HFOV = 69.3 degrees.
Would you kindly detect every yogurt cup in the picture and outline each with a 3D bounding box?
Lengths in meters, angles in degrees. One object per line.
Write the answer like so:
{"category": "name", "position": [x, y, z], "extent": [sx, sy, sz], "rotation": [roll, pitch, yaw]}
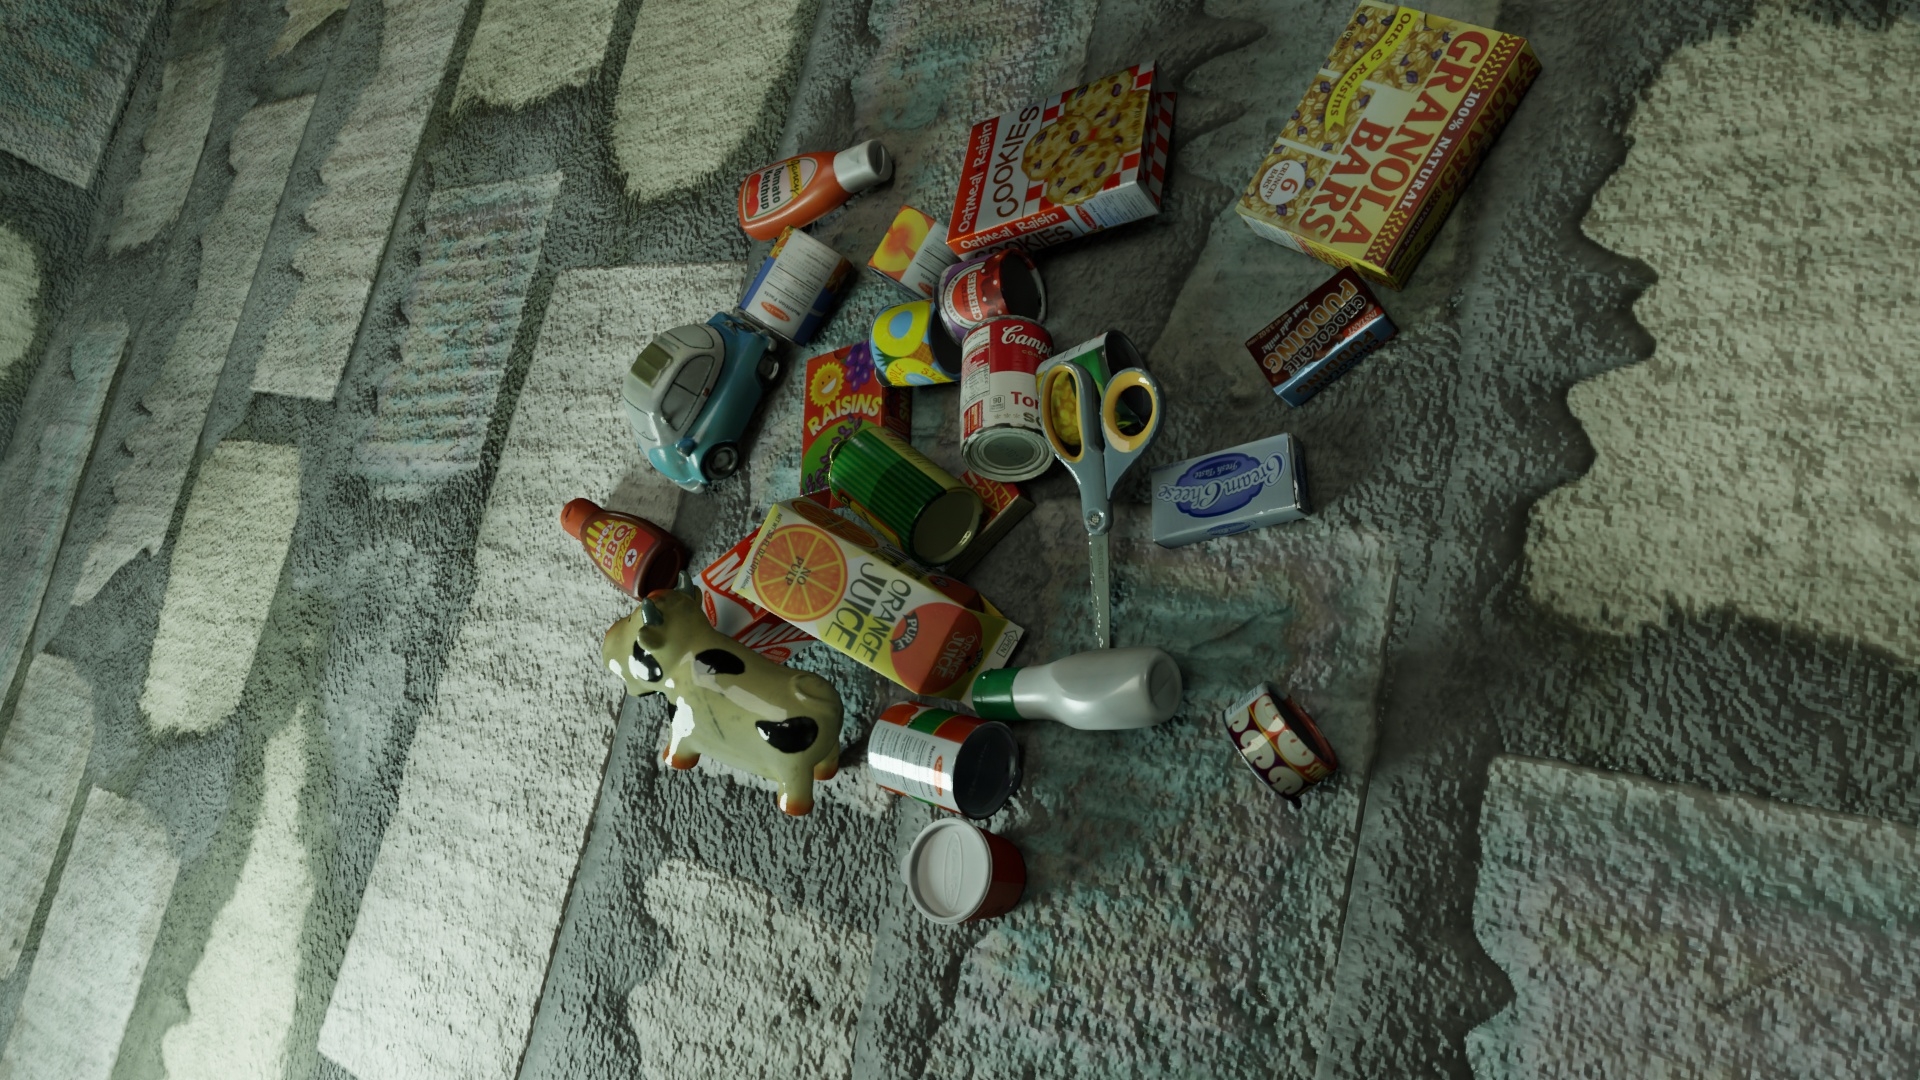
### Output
{"category": "yogurt cup", "position": [0.006, 0.220, 0.919], "extent": [0.072, 0.054, 0.072], "rotation": [-14, 66, 33]}

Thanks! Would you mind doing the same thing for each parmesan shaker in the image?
{"category": "parmesan shaker", "position": [-0.042, -0.033, 1.005], "extent": [0.103, 0.071, 0.071], "rotation": [38, 98, 41]}

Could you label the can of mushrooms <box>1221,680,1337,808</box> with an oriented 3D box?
{"category": "can of mushrooms", "position": [0.188, 0.119, 0.812], "extent": [0.033, 0.071, 0.071], "rotation": [-42, 54, 17]}

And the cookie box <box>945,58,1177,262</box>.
{"category": "cookie box", "position": [0.075, -0.281, 1.048], "extent": [0.167, 0.040, 0.123], "rotation": [-10, 56, 35]}

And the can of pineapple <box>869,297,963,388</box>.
{"category": "can of pineapple", "position": [-0.028, -0.151, 1.075], "extent": [0.058, 0.071, 0.071], "rotation": [-3, 72, 36]}

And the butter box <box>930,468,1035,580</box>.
{"category": "butter box", "position": [0.004, -0.013, 1.027], "extent": [0.103, 0.024, 0.053], "rotation": [-45, 53, 16]}

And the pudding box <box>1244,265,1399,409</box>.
{"category": "pudding box", "position": [0.232, -0.130, 0.893], "extent": [0.083, 0.030, 0.050], "rotation": [-37, 56, 21]}

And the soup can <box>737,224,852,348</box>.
{"category": "soup can", "position": [-0.141, -0.217, 1.187], "extent": [0.071, 0.071, 0.083], "rotation": [35, 95, 40]}

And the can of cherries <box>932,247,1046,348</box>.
{"category": "can of cherries", "position": [0.023, -0.181, 1.044], "extent": [0.058, 0.071, 0.071], "rotation": [-9, 68, 34]}

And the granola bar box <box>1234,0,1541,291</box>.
{"category": "granola bar box", "position": [0.274, -0.260, 0.903], "extent": [0.124, 0.039, 0.165], "rotation": [35, 96, 40]}

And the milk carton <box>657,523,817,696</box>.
{"category": "milk carton", "position": [-0.158, 0.051, 1.096], "extent": [0.190, 0.072, 0.074], "rotation": [-36, 56, 23]}

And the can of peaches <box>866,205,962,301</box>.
{"category": "can of peaches", "position": [-0.034, -0.226, 1.106], "extent": [0.071, 0.071, 0.058], "rotation": [35, 96, 40]}

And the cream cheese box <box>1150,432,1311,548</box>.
{"category": "cream cheese box", "position": [0.174, -0.032, 0.905], "extent": [0.103, 0.024, 0.053], "rotation": [-14, 66, 33]}

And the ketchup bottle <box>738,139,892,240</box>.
{"category": "ketchup bottle", "position": [-0.128, -0.313, 1.226], "extent": [0.148, 0.043, 0.065], "rotation": [-11, 67, 34]}

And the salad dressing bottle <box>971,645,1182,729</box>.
{"category": "salad dressing bottle", "position": [0.073, 0.099, 0.915], "extent": [0.147, 0.044, 0.064], "rotation": [-9, 24, 42]}

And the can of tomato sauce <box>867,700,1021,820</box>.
{"category": "can of tomato sauce", "position": [-0.011, 0.149, 0.950], "extent": [0.083, 0.071, 0.071], "rotation": [8, 79, 43]}

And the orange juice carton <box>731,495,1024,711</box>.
{"category": "orange juice carton", "position": [-0.055, 0.046, 0.983], "extent": [0.193, 0.073, 0.071], "rotation": [29, 100, 5]}

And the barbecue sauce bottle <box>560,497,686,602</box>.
{"category": "barbecue sauce bottle", "position": [-0.306, 0.003, 1.244], "extent": [0.149, 0.043, 0.065], "rotation": [27, 92, 41]}

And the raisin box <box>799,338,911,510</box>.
{"category": "raisin box", "position": [-0.084, -0.095, 1.114], "extent": [0.086, 0.040, 0.124], "rotation": [-14, 65, 34]}

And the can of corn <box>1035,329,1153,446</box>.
{"category": "can of corn", "position": [0.094, -0.103, 0.965], "extent": [0.058, 0.071, 0.071], "rotation": [-21, 62, 31]}
